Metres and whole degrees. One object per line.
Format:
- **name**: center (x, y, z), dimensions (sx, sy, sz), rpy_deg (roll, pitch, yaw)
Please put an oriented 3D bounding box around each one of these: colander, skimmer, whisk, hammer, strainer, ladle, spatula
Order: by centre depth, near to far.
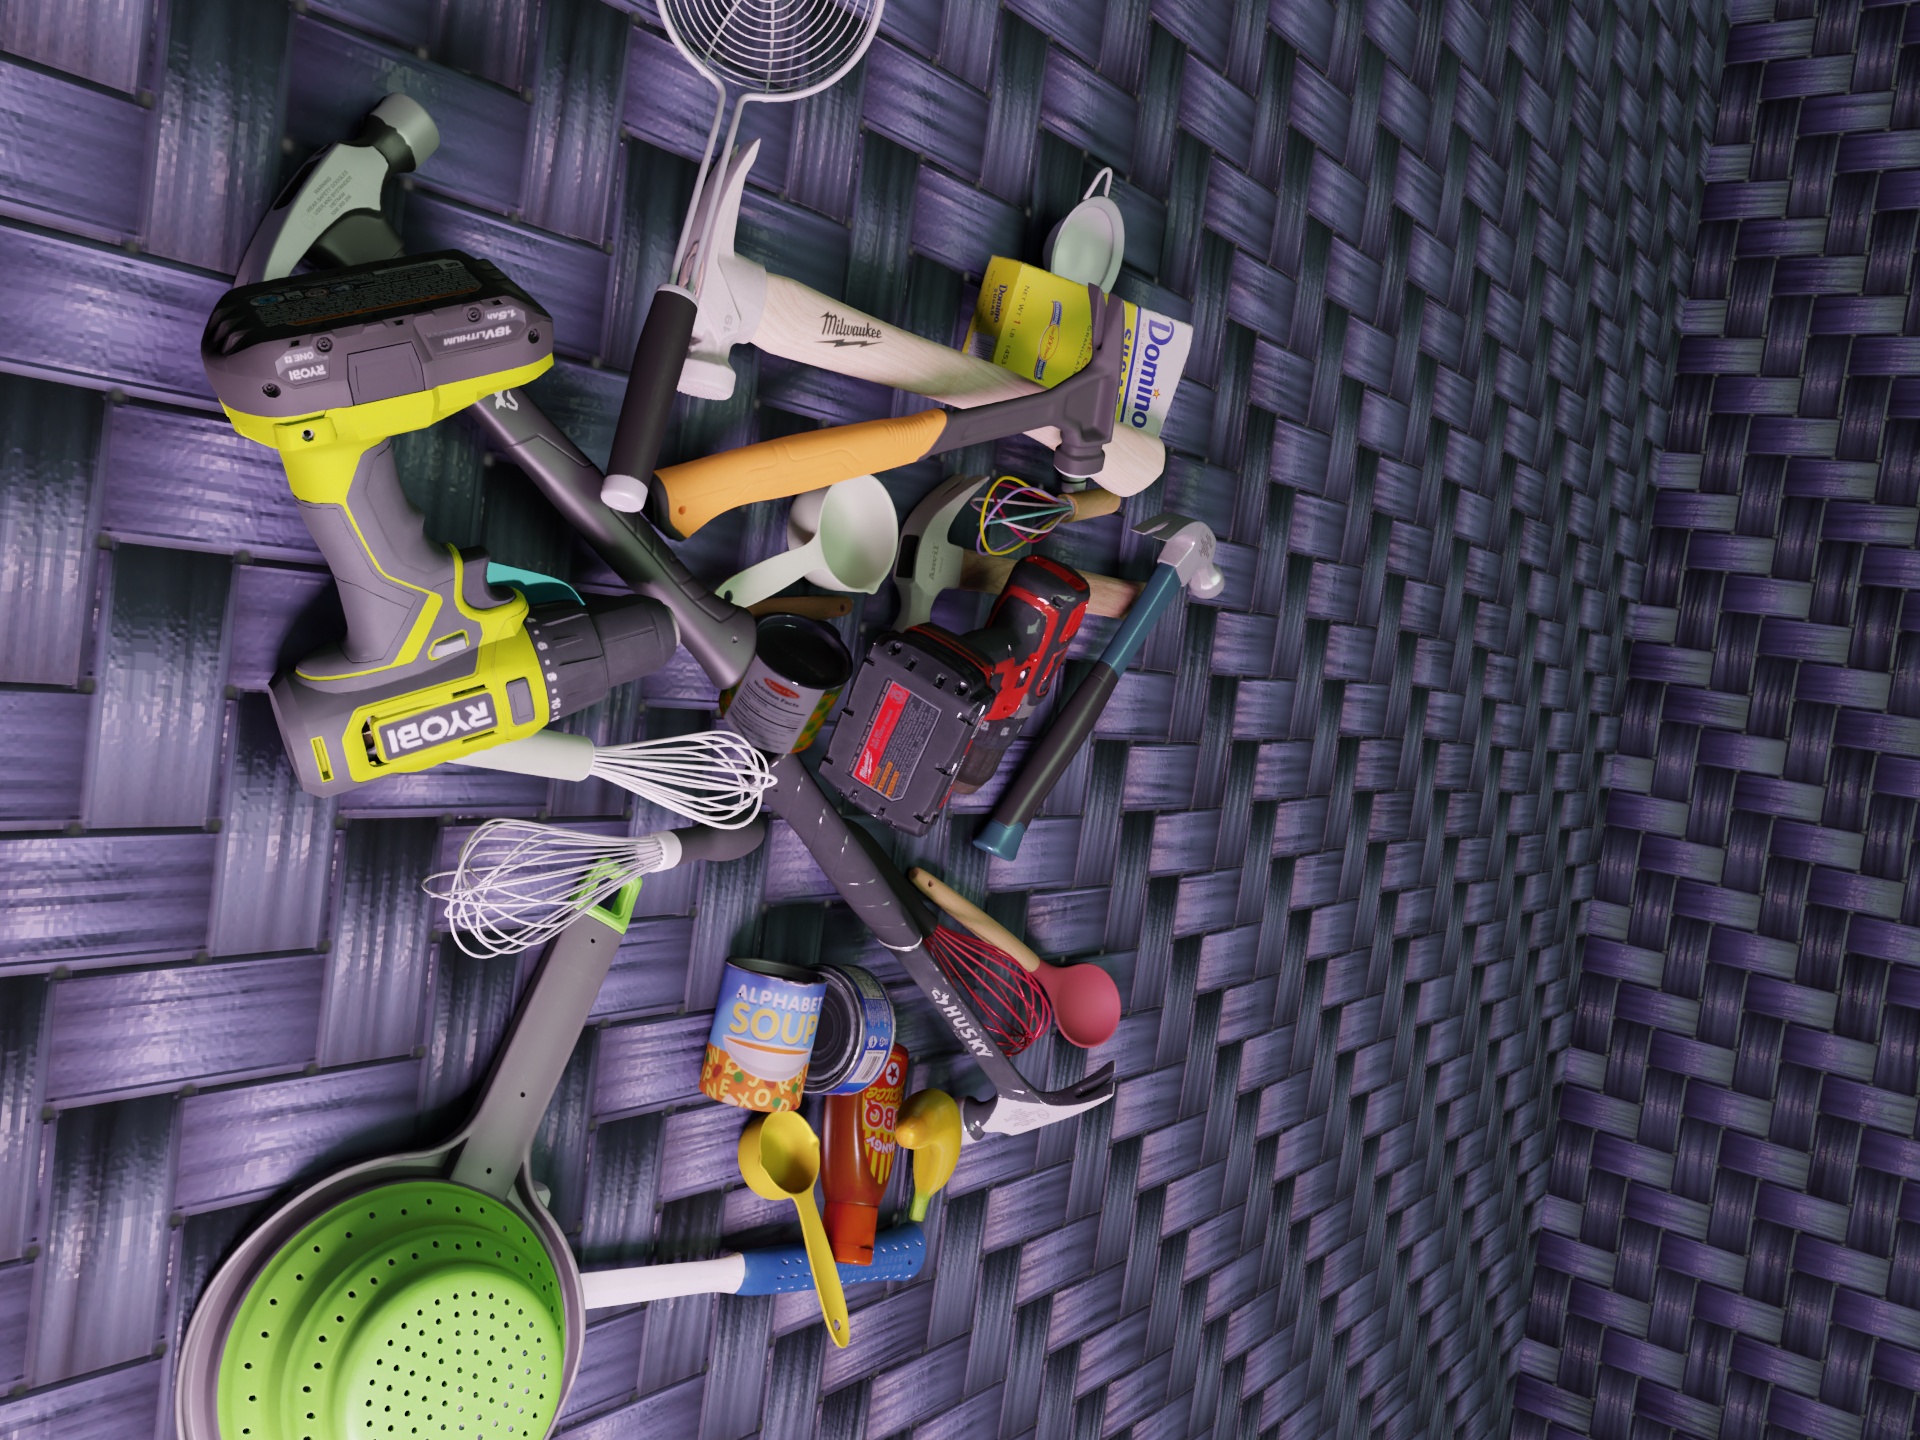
- **hammer**: center (-0.213, -0.131, 0.802), dimensions (0.334, 0.035, 0.146), rpy_deg (51, 57, -36)
- **colander**: center (-0.237, 0.249, 0.811), dimensions (0.204, 0.094, 0.397), rpy_deg (36, 61, -30)
- **skimmer**: center (-0.127, -0.285, 0.828), dimensions (0.127, 0.090, 0.363), rpy_deg (18, 70, -20)
- **whisk**: center (-0.201, 0.022, 0.872), dimensions (0.246, 0.059, 0.058), rpy_deg (12, 72, -45)
- **whisk**: center (-0.187, 0.076, 0.880), dimensions (0.284, 0.070, 0.070), rpy_deg (-8, 105, -67)
- **spatula**: center (-0.169, -0.060, 0.926), dimensions (0.317, 0.044, 0.082), rpy_deg (-12, 106, -56)
- **hammer**: center (-0.038, -0.175, 0.963), dimensions (0.337, 0.034, 0.127), rpy_deg (-20, 134, -31)
- **hammer**: center (-0.156, 0.365, 1.031), dimensions (0.405, 0.035, 0.144), rpy_deg (19, 82, -53)
- **hammer**: center (-0.003, -0.232, 1.034), dimensions (0.410, 0.038, 0.146), rpy_deg (11, 90, -44)
- **hammer**: center (-0.028, 0.161, 1.096), dimensions (0.408, 0.149, 0.036), rpy_deg (58, 27, -34)
- **whisk**: center (0.068, -0.155, 1.145), dimensions (0.245, 0.051, 0.047), rpy_deg (-24, 93, -62)
- **whisk**: center (-0.016, 0.159, 1.151), dimensions (0.295, 0.073, 0.073), rpy_deg (52, 58, -39)
- **strainer**: center (0.086, -0.281, 1.197), dimensions (0.087, 0.050, 0.258), rpy_deg (-22, 121, -44)
- **hammer**: center (0.062, -0.107, 1.212), dimensions (0.331, 0.031, 0.130), rpy_deg (3, 96, -54)
- **hammer**: center (0.110, -0.027, 1.257), dimensions (0.331, 0.033, 0.128), rpy_deg (-56, 146, -17)
- **ladle**: center (0.045, 0.185, 1.263), dimensions (0.315, 0.031, 0.069), rpy_deg (43, 62, -46)

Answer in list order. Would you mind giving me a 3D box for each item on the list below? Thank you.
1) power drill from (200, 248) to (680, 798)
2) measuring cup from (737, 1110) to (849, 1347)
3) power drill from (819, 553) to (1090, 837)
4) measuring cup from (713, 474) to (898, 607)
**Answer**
- **power drill**: center (-0.229, -0.087, 0.723), dimensions (0.190, 0.080, 0.228), rpy_deg (-19, 129, -25)
- **measuring cup**: center (-0.107, 0.334, 1.042), dimensions (0.062, 0.029, 0.156), rpy_deg (-4, 73, -58)
- **power drill**: center (-0.002, -0.003, 1.056), dimensions (0.227, 0.080, 0.187), rpy_deg (-36, 155, -59)
- **measuring cup**: center (-0.104, -0.102, 0.983), dimensions (0.167, 0.038, 0.083), rpy_deg (-34, 119, -44)
